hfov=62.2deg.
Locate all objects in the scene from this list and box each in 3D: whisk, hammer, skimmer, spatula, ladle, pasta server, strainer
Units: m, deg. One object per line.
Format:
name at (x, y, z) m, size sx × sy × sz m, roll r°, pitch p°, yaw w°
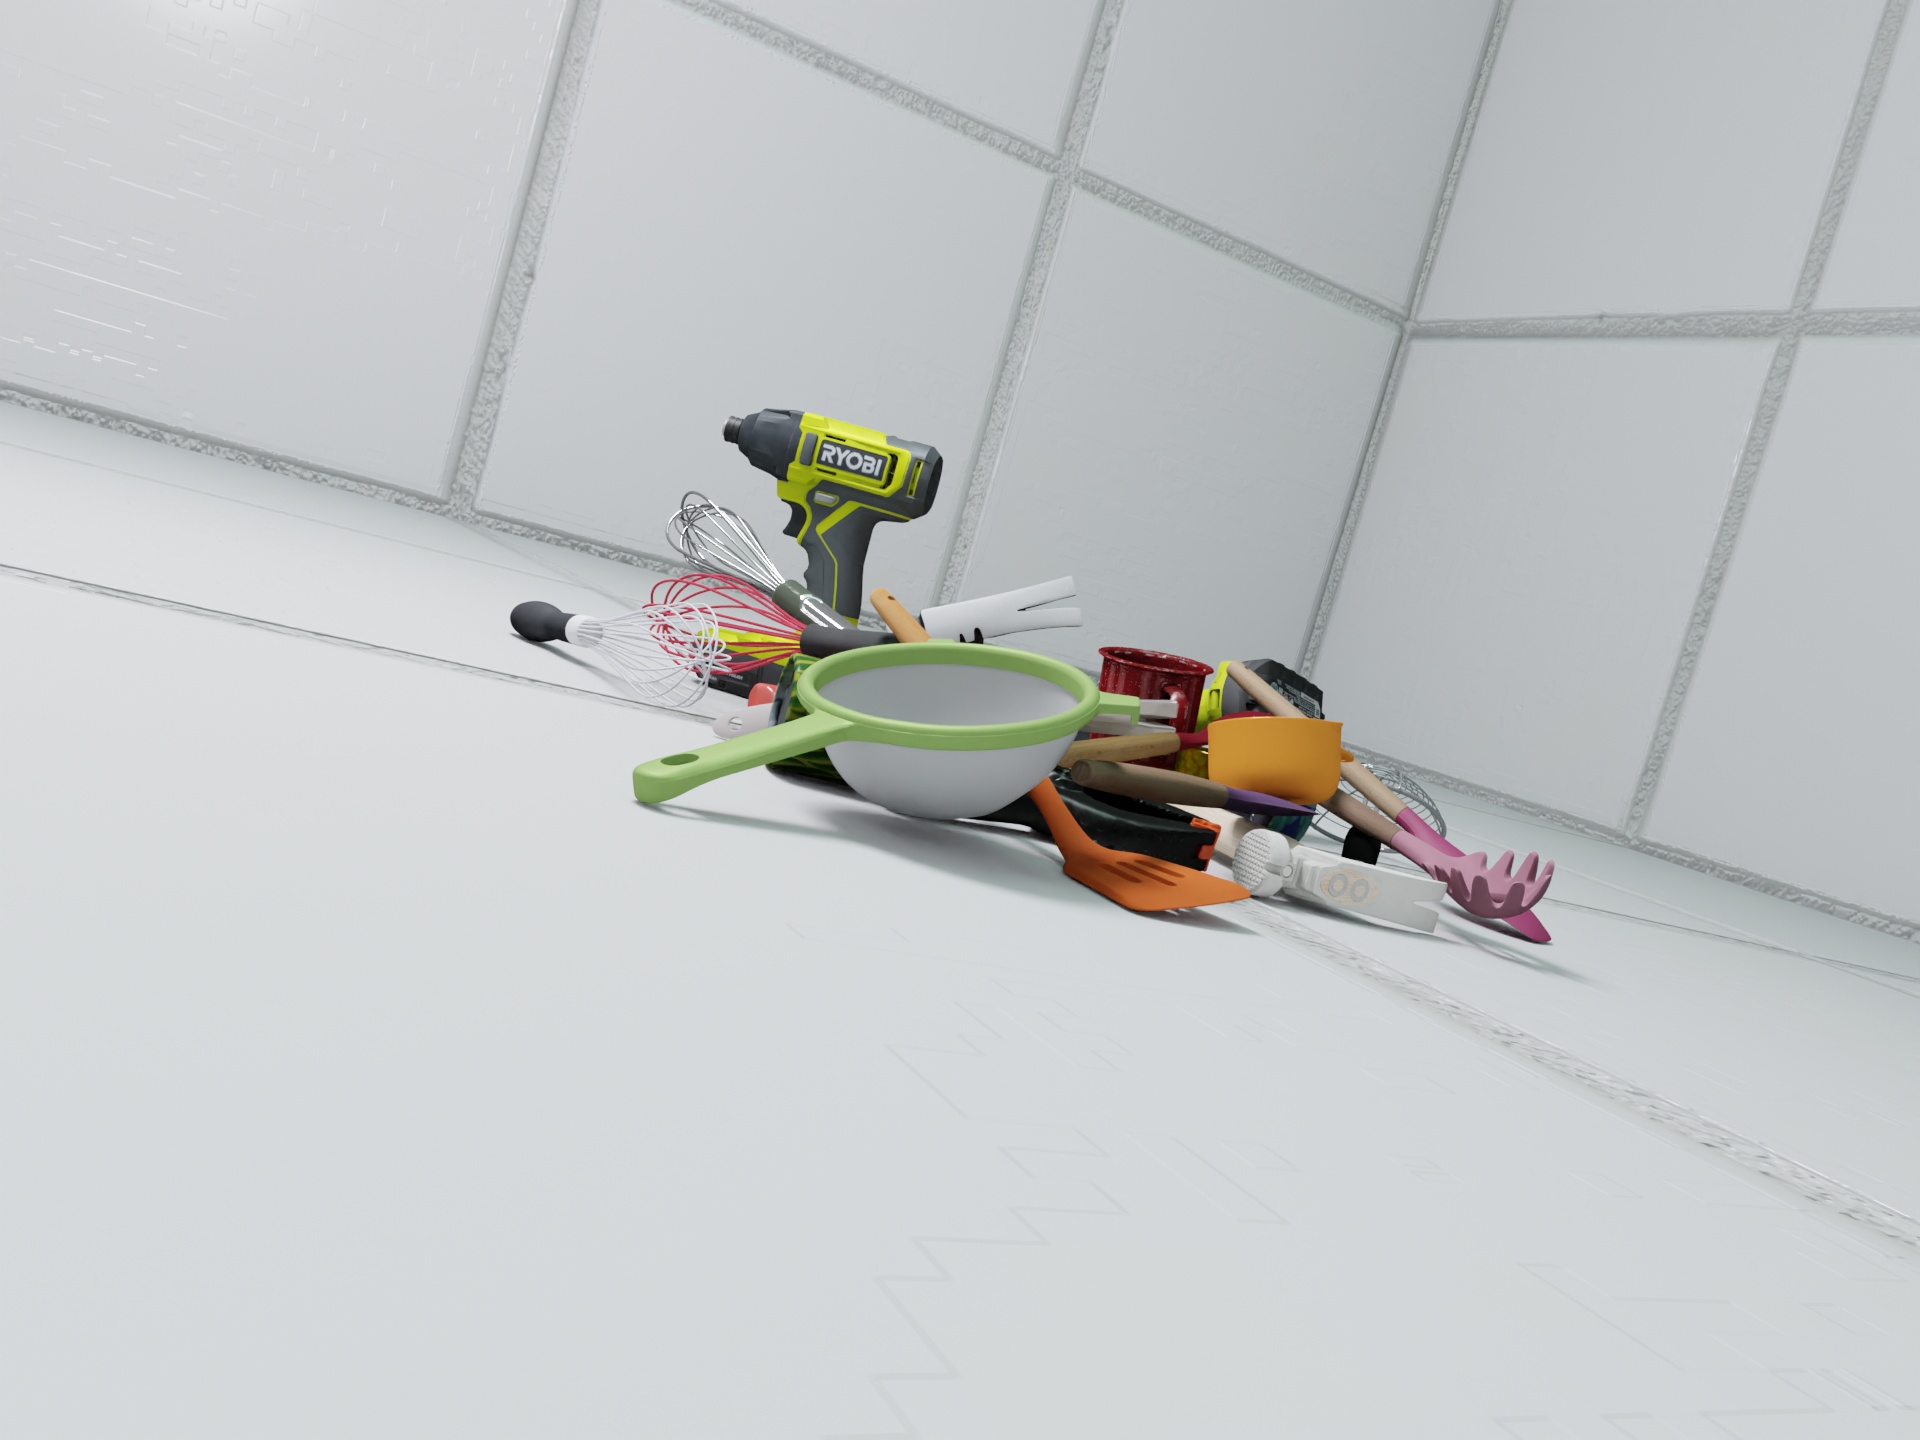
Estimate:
whisk at (-0.111, -0.055, 1.055) m, size 0.296 × 0.073 × 0.073 m, roll 12°, pitch 1°, yaw 41°
hammer at (0.156, 0.064, 1.108) m, size 0.146 × 0.038 × 0.411 m, roll 15°, pitch 4°, yaw -25°
hammer at (0.012, -0.044, 1.188) m, size 0.127 × 0.034 × 0.337 m, roll -13°, pitch -7°, yaw -3°
skimmer at (0.307, 0.101, 1.218) m, size 0.127 × 0.090 × 0.363 m, roll 14°, pitch 14°, yaw 14°
spatula at (0.031, 0.010, 0.875) m, size 0.081 × 0.041 × 0.323 m, roll -1°, pitch 37°, yaw -37°
ladle at (0.128, 0.018, 1.103) m, size 0.315 × 0.031 × 0.069 m, roll -5°, pitch 16°, yaw -39°
hammer at (-0.002, -0.003, 1.092) m, size 0.149 × 0.037 × 0.359 m, roll 5°, pitch 3°, yaw 38°
whisk at (-0.245, -0.059, 1.099) m, size 0.070 × 0.070 × 0.285 m, roll 12°, pitch 1°, yaw -41°
whisk at (-0.130, -0.095, 1.140) m, size 0.058 × 0.059 × 0.247 m, roll -27°, pitch 50°, yaw -34°
pasta server at (0.283, 0.065, 1.081) m, size 0.060 × 0.040 × 0.316 m, roll -8°, pitch 20°, yaw -19°
strainer at (-0.044, 0.023, 0.762) m, size 0.256 × 0.069 × 0.152 m, roll -17°, pitch 26°, yaw -42°
spatula at (0.138, 0.041, 0.897) m, size 0.060 × 0.018 × 0.315 m, roll 8°, pitch -2°, yaw 31°

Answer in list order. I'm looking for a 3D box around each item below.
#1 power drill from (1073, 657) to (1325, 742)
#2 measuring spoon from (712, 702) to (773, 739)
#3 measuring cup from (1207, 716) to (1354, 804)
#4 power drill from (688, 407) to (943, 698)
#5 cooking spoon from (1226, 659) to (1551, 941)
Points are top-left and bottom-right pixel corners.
power drill at (0.198, 0.008, 1.399) m, size 0.228 × 0.080 × 0.190 m, roll -4°, pitch -18°, yaw 39°
measuring spoon at (-0.088, -0.005, 0.934) m, size 0.124 × 0.034 × 0.018 m, roll -8°, pitch -16°, yaw 7°
measuring cup at (0.231, 0.036, 1.084) m, size 0.095 × 0.052 × 0.173 m, roll -4°, pitch -12°, yaw 35°
power drill at (-0.124, -0.125, 1.236) m, size 0.171 × 0.223 × 0.080 m, roll 16°, pitch 4°, yaw 7°
cooking spoon at (0.306, 0.053, 1.167) m, size 0.068 × 0.017 × 0.319 m, roll 7°, pitch 32°, yaw -50°
